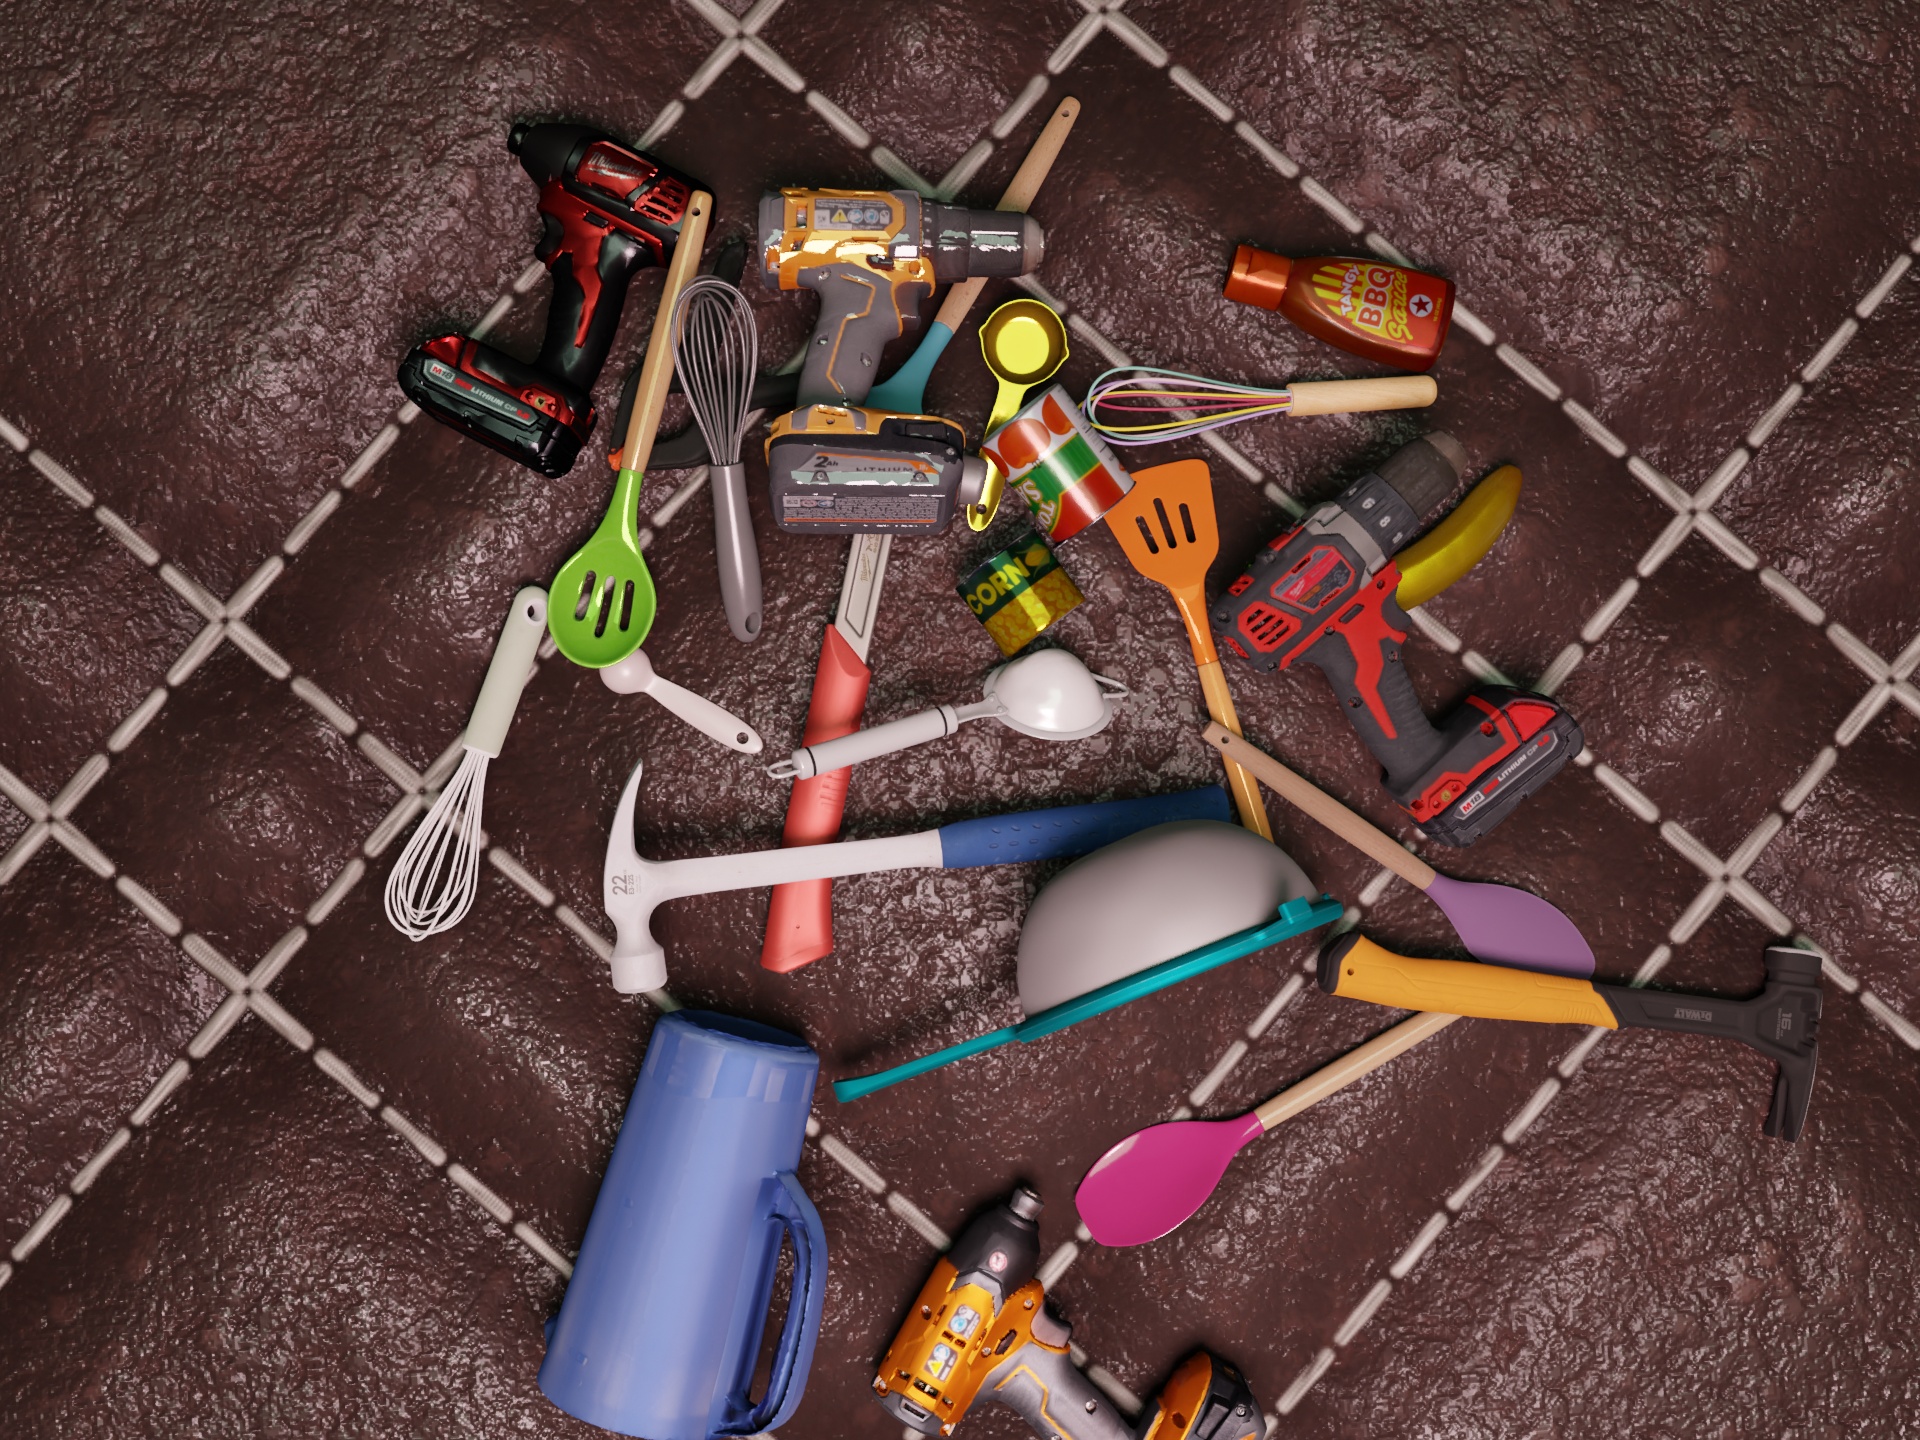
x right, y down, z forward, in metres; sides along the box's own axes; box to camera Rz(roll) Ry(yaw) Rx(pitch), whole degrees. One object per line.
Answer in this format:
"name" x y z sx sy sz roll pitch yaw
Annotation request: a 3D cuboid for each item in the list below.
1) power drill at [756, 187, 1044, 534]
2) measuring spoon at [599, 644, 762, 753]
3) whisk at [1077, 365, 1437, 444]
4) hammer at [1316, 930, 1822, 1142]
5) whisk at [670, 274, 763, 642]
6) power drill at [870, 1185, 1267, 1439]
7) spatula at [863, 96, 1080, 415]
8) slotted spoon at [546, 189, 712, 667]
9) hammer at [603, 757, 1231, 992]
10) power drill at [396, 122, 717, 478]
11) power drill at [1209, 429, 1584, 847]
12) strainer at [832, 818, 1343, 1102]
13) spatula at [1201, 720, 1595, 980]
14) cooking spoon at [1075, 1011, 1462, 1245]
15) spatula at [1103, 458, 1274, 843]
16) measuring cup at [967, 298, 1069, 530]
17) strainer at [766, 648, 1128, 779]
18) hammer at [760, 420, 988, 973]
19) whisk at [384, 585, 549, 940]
"power drill" -0.037 -0.234 1.004 0.185 0.084 0.226 0 71 -4
"measuring spoon" -0.187 -0.012 1.065 0.124 0.018 0.034 30 88 0
"whisk" 0.198 -0.217 1.067 0.245 0.047 0.051 -5 100 -5
"hammer" 0.398 0.192 1.044 0.337 0.034 0.127 8 85 -5
"whisk" -0.150 -0.166 1.032 0.055 0.055 0.238 -4 109 -1
"power drill" 0.077 0.417 1.025 0.226 0.084 0.164 29 86 4
"spatula" -0.001 -0.285 1.076 0.082 0.044 0.317 30 83 -1
"slotted spoon" -0.205 -0.187 1.035 0.070 0.031 0.314 15 96 -4
"hammer" -0.024 0.077 1.022 0.405 0.035 0.144 -6 97 -10
"power drill" -0.270 -0.285 1.047 0.143 0.078 0.220 27 85 0
"power drill" 0.295 -0.053 1.015 0.188 0.080 0.226 -43 99 6
"strainer" 0.061 0.141 0.986 0.340 0.211 0.095 -23 79 14
"spatula" 0.292 0.090 1.056 0.316 0.018 0.060 33 88 -6
"cooking spoon" 0.221 0.253 1.056 0.319 0.017 0.069 -29 52 -3
"spatula" 0.172 -0.016 1.069 0.081 0.041 0.322 -17 92 1
"measuring cup" 0.030 -0.205 1.076 0.062 0.029 0.156 14 100 -3
"strainer" -0.002 -0.003 1.013 0.258 0.050 0.087 -17 44 -21
"hammer" -0.090 -0.014 1.047 0.149 0.037 0.359 12 91 2
"whisk" -0.321 0.027 1.053 0.057 0.059 0.246 23 83 -36
